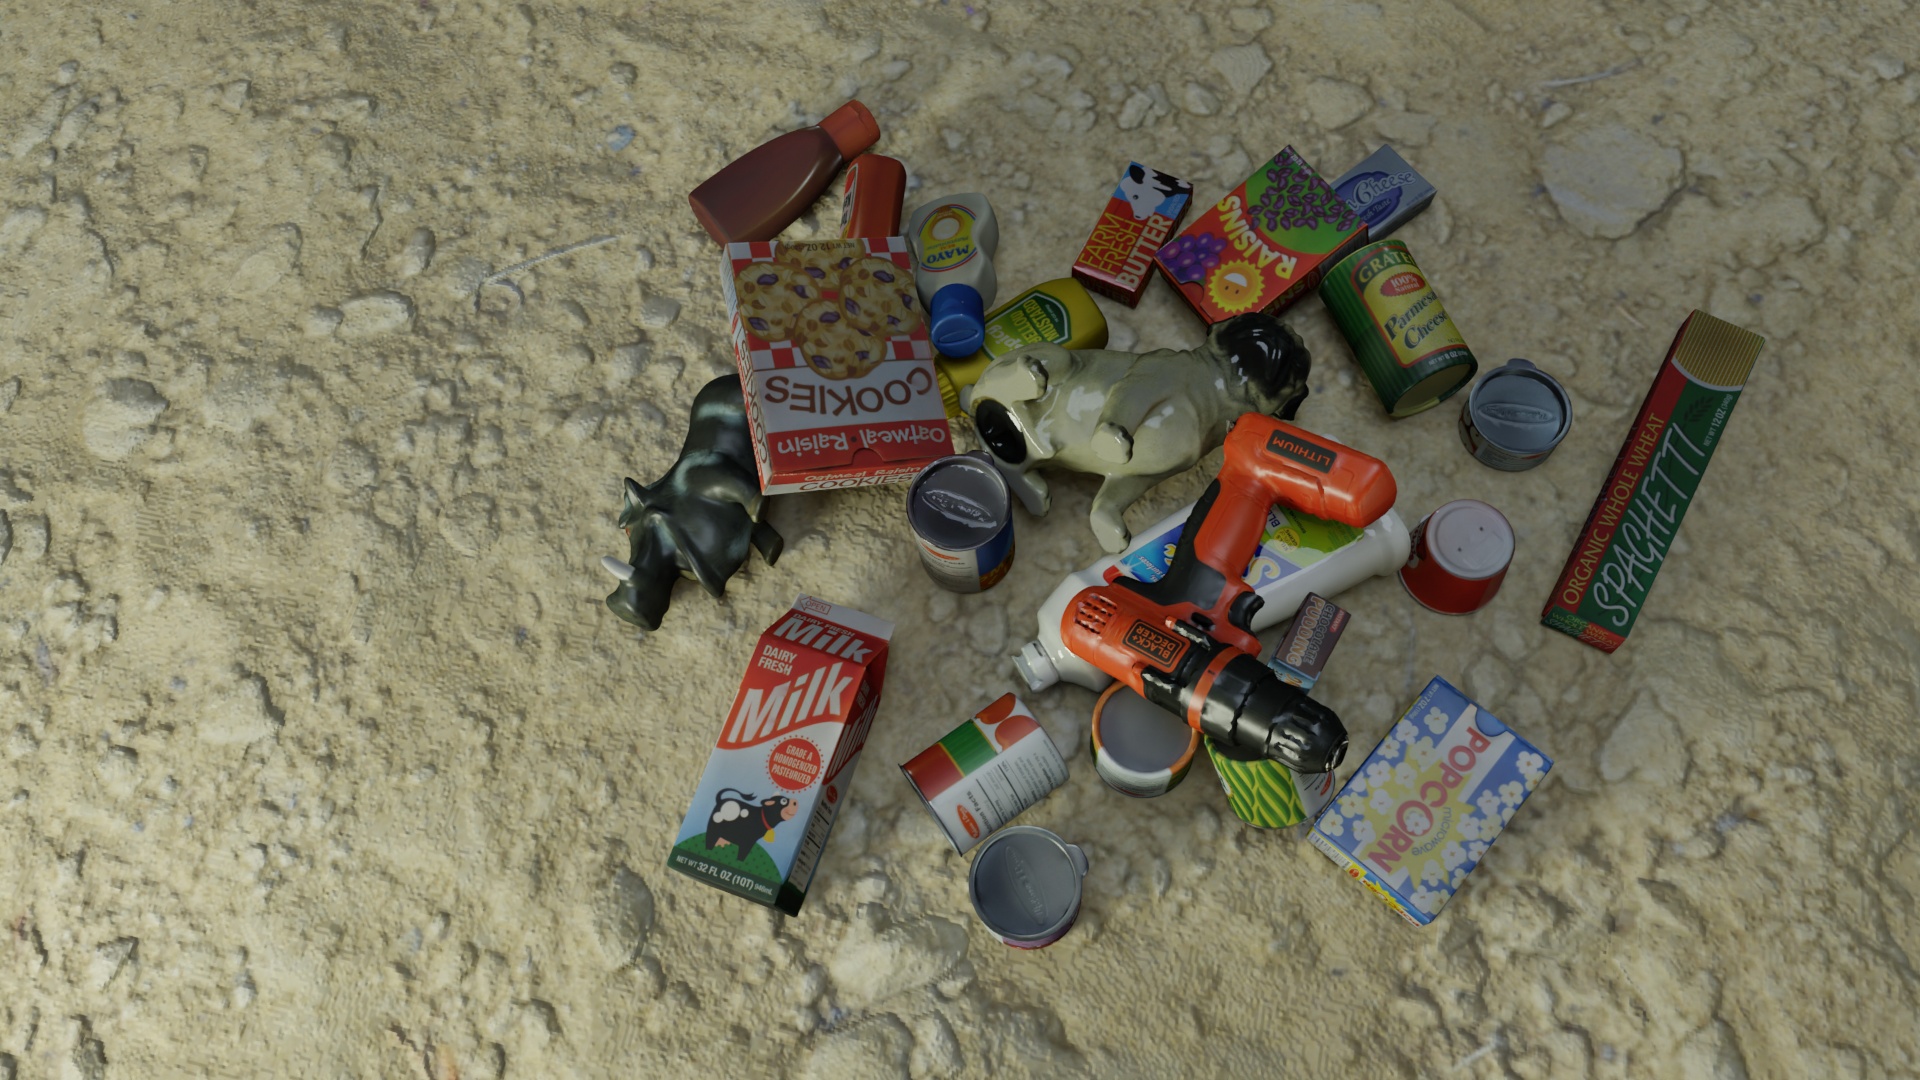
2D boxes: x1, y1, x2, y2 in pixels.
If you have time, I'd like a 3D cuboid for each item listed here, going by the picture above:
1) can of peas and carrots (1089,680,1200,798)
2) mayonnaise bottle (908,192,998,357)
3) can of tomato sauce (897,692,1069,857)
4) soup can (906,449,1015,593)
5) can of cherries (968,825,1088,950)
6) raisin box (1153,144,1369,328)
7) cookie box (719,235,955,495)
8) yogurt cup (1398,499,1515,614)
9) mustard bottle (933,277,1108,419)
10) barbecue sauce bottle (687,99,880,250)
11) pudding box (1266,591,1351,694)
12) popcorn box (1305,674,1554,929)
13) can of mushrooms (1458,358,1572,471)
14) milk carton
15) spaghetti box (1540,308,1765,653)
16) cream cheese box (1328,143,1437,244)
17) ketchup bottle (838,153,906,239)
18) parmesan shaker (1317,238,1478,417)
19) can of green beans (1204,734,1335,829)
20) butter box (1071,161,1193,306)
[{"bbox_3d":[0.114,0.118,0.857,0.071,0.058,0.071,-1,68,4],"label":"can of peas and carrots"},{"bbox_3d":[-0.003,-0.186,0.970,0.065,0.041,0.149,-13,43,10],"label":"mayonnaise bottle"},{"bbox_3d":[0.014,0.142,0.853,0.083,0.071,0.071,-34,70,-9],"label":"can of tomato sauce"},{"bbox_3d":[0.003,-0.011,0.905,0.071,0.083,0.071,-1,68,4],"label":"soup can"},{"bbox_3d":[0.042,0.207,0.828,0.071,0.058,0.072,-2,67,4],"label":"can of cherries"},{"bbox_3d":[0.210,-0.203,0.973,0.123,0.040,0.086,-39,70,7],"label":"raisin box"},{"bbox_3d":[-0.082,-0.117,0.913,0.123,0.040,0.168,-7,72,-20],"label":"cookie box"},{"bbox_3d":[0.319,0.008,0.888,0.072,0.053,0.072,-1,69,4],"label":"yogurt cup"},{"bbox_3d":[0.024,-0.123,0.967,0.160,0.048,0.065,-30,66,-8],"label":"mustard bottle"},{"bbox_3d":[-0.128,-0.276,1.044,0.149,0.043,0.065,-39,71,-11],"label":"barbecue sauce bottle"},{"bbox_3d":[0.209,0.070,0.855,0.030,0.083,0.050,29,73,14],"label":"pudding box"},{"bbox_3d":[0.282,0.158,0.839,0.085,0.038,0.127,39,76,19],"label":"popcorn box"},{"bbox_3d":[0.372,-0.084,0.932,0.071,0.033,0.071,-2,68,5],"label":"can of mushrooms"},{"bbox_3d":[-0.105,0.127,0.863,0.072,0.073,0.191,17,70,11],"label":"milk carton"},{"bbox_3d":[0.455,-0.042,0.911,0.050,0.028,0.251,28,73,15],"label":"spaghetti box"},{"bbox_3d":[0.287,-0.238,1.005,0.104,0.024,0.053,-36,69,-10],"label":"cream cheese box"},{"bbox_3d":[-0.069,-0.198,1.000,0.043,0.064,0.149,9,77,-10],"label":"ketchup bottle"},{"bbox_3d":[0.300,-0.145,0.945,0.071,0.071,0.103,-22,68,-4],"label":"parmesan shaker"},{"bbox_3d":[0.185,0.129,0.833,0.071,0.057,0.071,-18,34,13],"label":"can of green beans"},{"bbox_3d":[0.125,-0.223,1.012,0.053,0.024,0.104,24,72,14],"label":"butter box"}]
